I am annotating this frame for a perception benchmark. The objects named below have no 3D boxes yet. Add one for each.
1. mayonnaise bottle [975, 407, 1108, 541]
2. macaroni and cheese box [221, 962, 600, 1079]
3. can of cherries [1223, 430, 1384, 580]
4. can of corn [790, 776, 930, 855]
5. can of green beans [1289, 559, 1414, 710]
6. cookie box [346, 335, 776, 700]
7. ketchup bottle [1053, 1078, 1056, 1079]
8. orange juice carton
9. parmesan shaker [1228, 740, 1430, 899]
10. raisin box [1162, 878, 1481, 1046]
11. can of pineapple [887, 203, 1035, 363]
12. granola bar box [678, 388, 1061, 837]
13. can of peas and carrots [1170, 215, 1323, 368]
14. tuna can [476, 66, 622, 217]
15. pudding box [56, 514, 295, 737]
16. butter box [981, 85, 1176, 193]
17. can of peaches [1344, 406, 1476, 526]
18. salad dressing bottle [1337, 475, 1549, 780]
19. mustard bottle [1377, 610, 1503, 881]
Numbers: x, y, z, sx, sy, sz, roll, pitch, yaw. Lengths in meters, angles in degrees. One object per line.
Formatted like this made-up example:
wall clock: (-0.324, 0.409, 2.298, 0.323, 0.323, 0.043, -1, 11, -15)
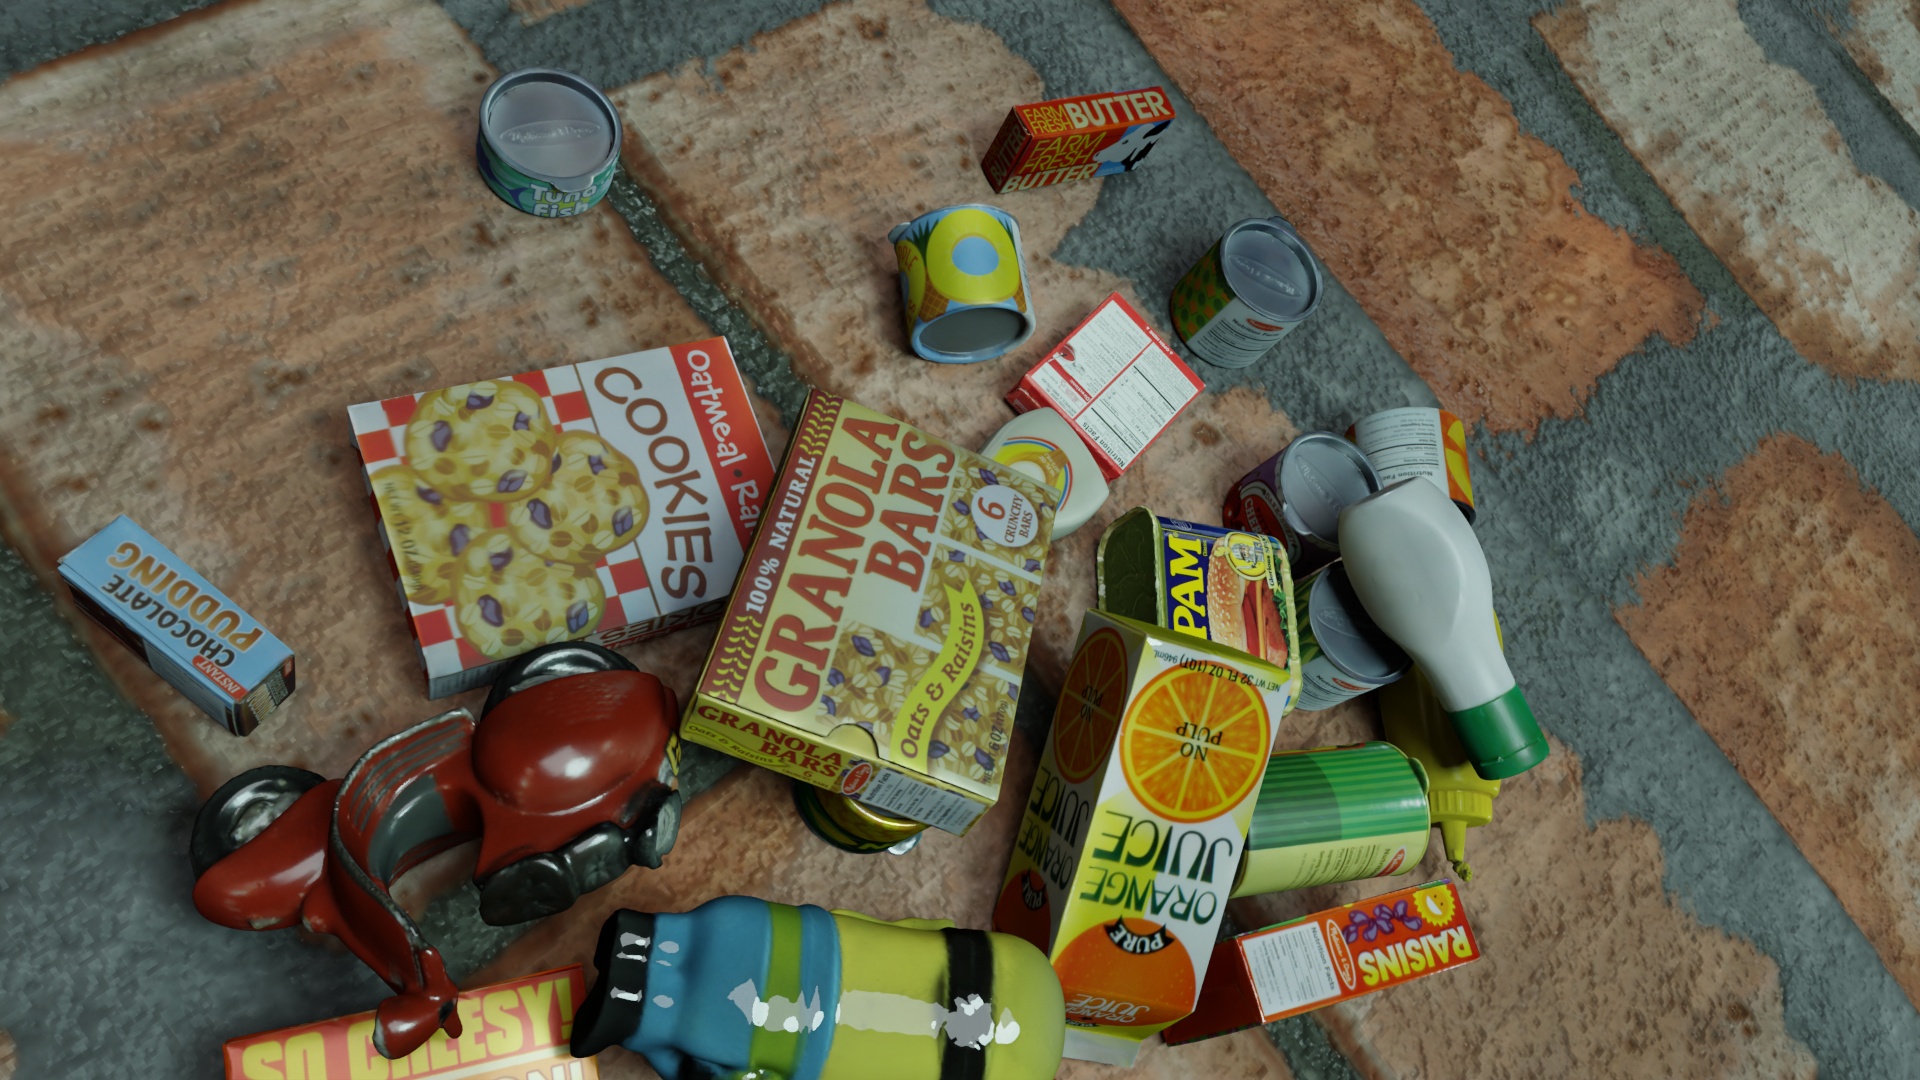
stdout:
mayonnaise bottle: (0.002, -0.008, 0.676, 0.149, 0.041, 0.065, -32, 85, -31)
macaroni and cheese box: (-0.184, 0.247, 0.490, 0.124, 0.040, 0.167, -6, 71, -26)
can of cherries: (0.182, -0.017, 0.746, 0.071, 0.058, 0.072, 9, 67, -20)
can of corn: (-0.033, 0.101, 0.605, 0.071, 0.058, 0.071, 8, 66, -19)
can of green beans: (0.193, 0.050, 0.722, 0.071, 0.057, 0.071, 8, 66, -20)
cookie box: (-0.164, -0.014, 0.610, 0.168, 0.040, 0.123, -16, 76, -26)
ketchup bottle: (-0.025, 0.256, 0.552, 0.149, 0.043, 0.065, -1, 63, -23)
orange juice carton: (0.071, 0.134, 0.605, 0.072, 0.073, 0.192, 16, 91, -17)
parmesan shaker: (0.164, 0.132, 0.668, 0.103, 0.071, 0.071, -1, 69, -23)
raisin box: (0.159, 0.192, 0.632, 0.124, 0.085, 0.040, -6, 67, -25)
can of pineapple: (0.000, -0.130, 0.713, 0.071, 0.070, 0.058, -1, 70, -23)
granola bar box: (-0.032, 0.025, 0.586, 0.124, 0.038, 0.166, 22, 51, -10)
can of peas and carrots: (0.162, -0.141, 0.789, 0.071, 0.058, 0.071, 9, 65, -20)
tuna can: (-0.198, -0.190, 0.672, 0.071, 0.032, 0.071, 8, 66, -19)
pudding box: (-0.296, 0.033, 0.528, 0.083, 0.049, 0.030, 40, 58, -3)
butter box: (0.067, -0.228, 0.789, 0.104, 0.053, 0.024, -17, 75, -28)
can of peaches: (0.251, -0.035, 0.780, 0.071, 0.071, 0.058, 10, 65, -19)
salad dressing bottle: (0.236, 0.043, 0.676, 0.044, 0.064, 0.147, -24, 88, -43)
mustard bottle: (0.254, 0.099, 0.733, 0.065, 0.048, 0.161, 12, 65, -18)
